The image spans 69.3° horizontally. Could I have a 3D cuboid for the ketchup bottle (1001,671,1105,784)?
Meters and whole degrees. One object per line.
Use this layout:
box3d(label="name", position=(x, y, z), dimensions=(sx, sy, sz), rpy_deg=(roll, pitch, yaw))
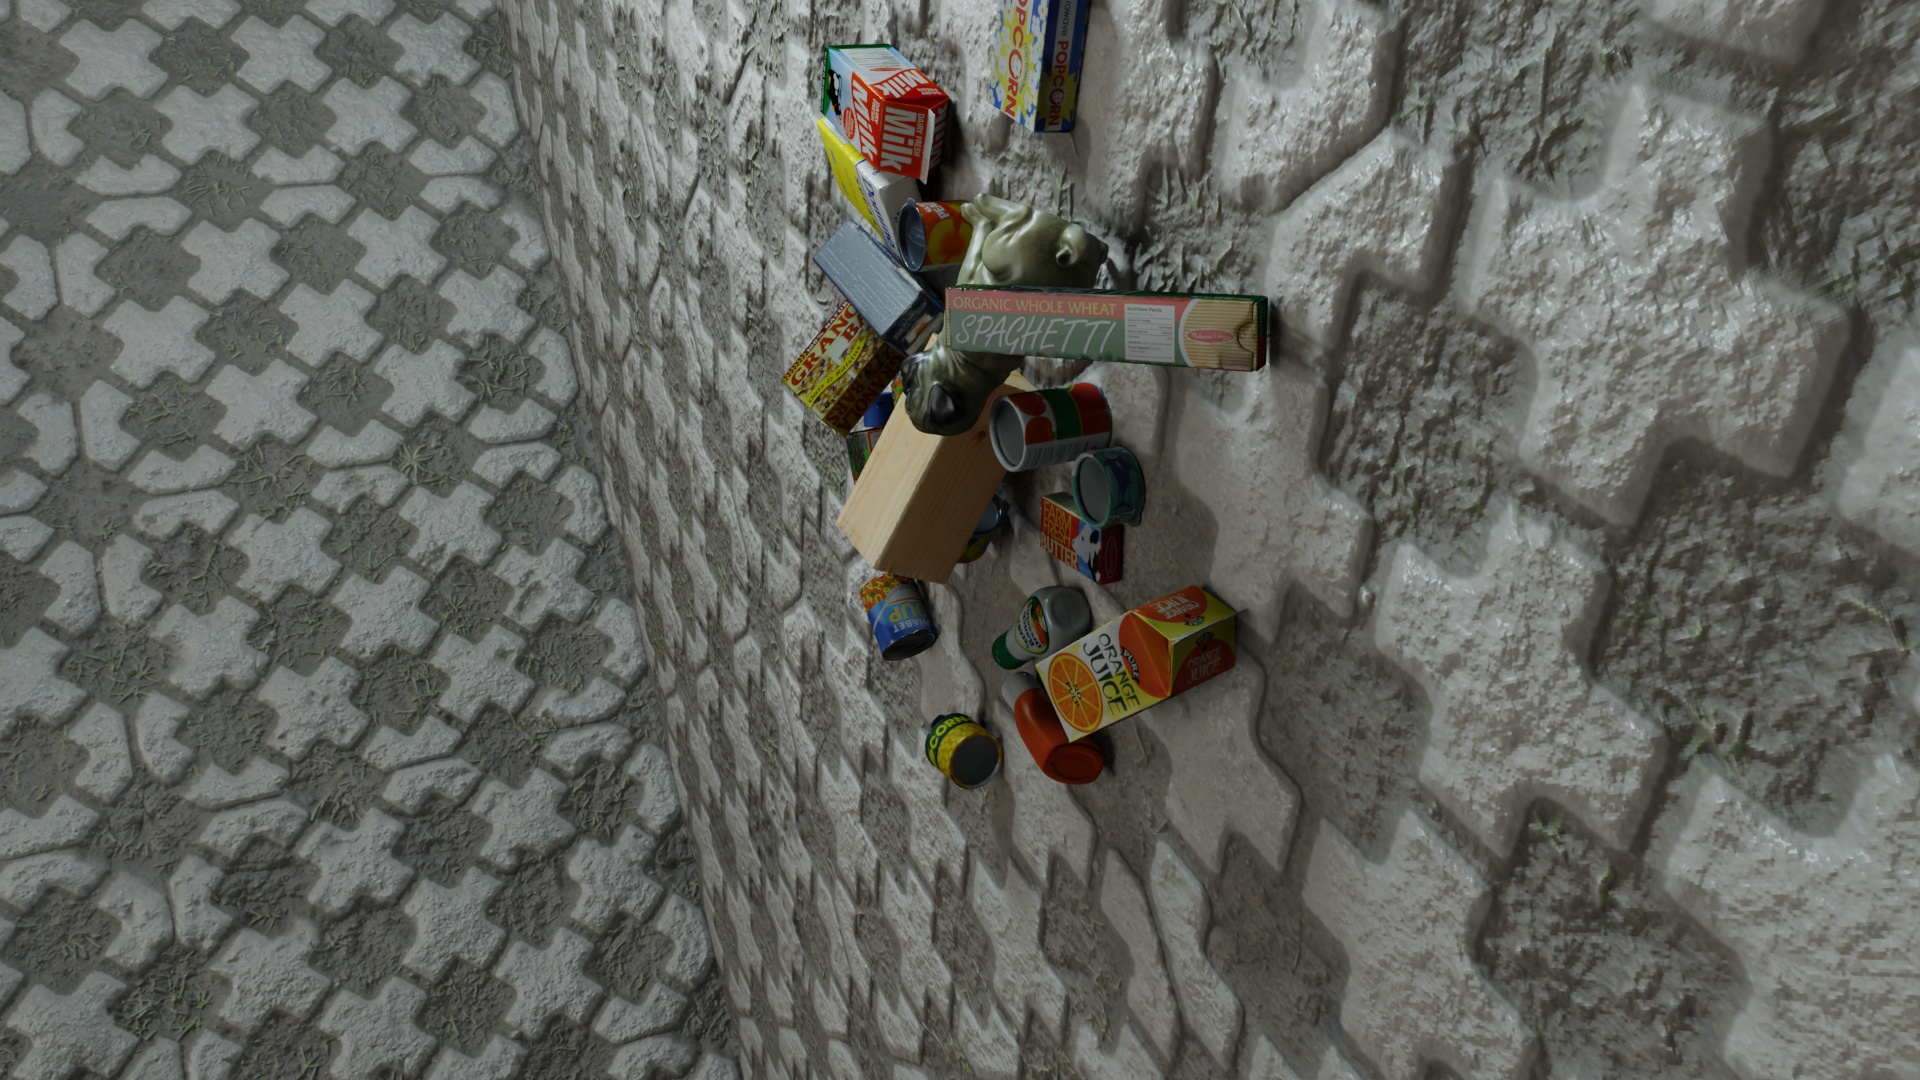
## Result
box3d(label="ketchup bottle", position=(0.081, 0.173, 1.311), dimensions=(0.043, 0.065, 0.149), rpy_deg=(-67, 26, 15))

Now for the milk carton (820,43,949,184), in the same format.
box3d(label="milk carton", position=(-0.069, -0.422, 1.367), dimensions=(0.191, 0.073, 0.072), rpy_deg=(53, 145, 43))

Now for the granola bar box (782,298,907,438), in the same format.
box3d(label="granola bar box", position=(-0.105, -0.203, 1.458), dimensions=(0.165, 0.039, 0.124), rpy_deg=(-50, 38, 4))

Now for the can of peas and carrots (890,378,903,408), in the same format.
box3d(label="can of peas and carrots", position=(-0.037, -0.138, 1.420), dimensions=(0.071, 0.071, 0.058), rpy_deg=(-12, 89, 66))

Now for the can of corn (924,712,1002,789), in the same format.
box3d(label="can of corn", position=(0.002, 0.224, 1.487), dimensions=(0.058, 0.071, 0.071), rpy_deg=(27, 124, 59))

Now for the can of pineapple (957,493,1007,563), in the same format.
box3d(label="can of pineapple", position=(0.005, -0.017, 1.386), dimensions=(0.071, 0.071, 0.057), rpy_deg=(66, 153, 26))

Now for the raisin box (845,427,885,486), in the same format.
box3d(label="raisin box", position=(-0.080, -0.055, 1.434), dimensions=(0.086, 0.040, 0.123), rpy_deg=(-174, 73, -69))

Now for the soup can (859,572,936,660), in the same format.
box3d(label="soup can", position=(-0.071, 0.084, 1.593), dimensions=(0.084, 0.071, 0.071), rpy_deg=(67, 153, 24))

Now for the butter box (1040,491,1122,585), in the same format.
box3d(label="butter box", position=(0.105, -0.003, 1.223), dimensions=(0.104, 0.024, 0.053), rpy_deg=(35, 130, 57))

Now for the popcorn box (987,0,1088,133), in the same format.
box3d(label="popcorn box", position=(0.063, -0.406, 1.130), dimensions=(0.085, 0.038, 0.126), rpy_deg=(50, 143, 46))

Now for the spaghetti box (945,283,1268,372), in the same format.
box3d(label="spaghetti box", position=(0.100, -0.158, 1.012), dimensions=(0.250, 0.029, 0.050), rpy_deg=(9, 111, 30))

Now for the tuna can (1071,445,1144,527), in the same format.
box3d(label="tuna can", position=(0.123, -0.042, 1.159), dimensions=(0.071, 0.033, 0.070), rpy_deg=(37, 132, 56))

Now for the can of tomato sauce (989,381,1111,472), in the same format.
box3d(label="can of tomato sauce", position=(0.075, -0.098, 1.179), dimensions=(0.071, 0.083, 0.071), rpy_deg=(37, 133, 55))

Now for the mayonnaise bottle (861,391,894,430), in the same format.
box3d(label="mayonnaise bottle", position=(-0.088, -0.092, 1.564), dimensions=(0.041, 0.065, 0.147), rpy_deg=(-168, 72, -64))

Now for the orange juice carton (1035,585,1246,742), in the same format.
box3d(label="orange juice carton", position=(0.145, 0.094, 1.097), dimensions=(0.192, 0.072, 0.073), rpy_deg=(-39, 72, 56))

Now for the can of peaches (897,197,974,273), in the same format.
box3d(label="can of peaches", position=(-0.021, -0.295, 1.336), dimensions=(0.071, 0.058, 0.071), rpy_deg=(37, 132, 57))

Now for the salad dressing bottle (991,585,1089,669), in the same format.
box3d(label="salad dressing bottle", position=(0.072, 0.087, 1.309), dimensions=(0.147, 0.044, 0.064), rpy_deg=(135, 123, -61))
